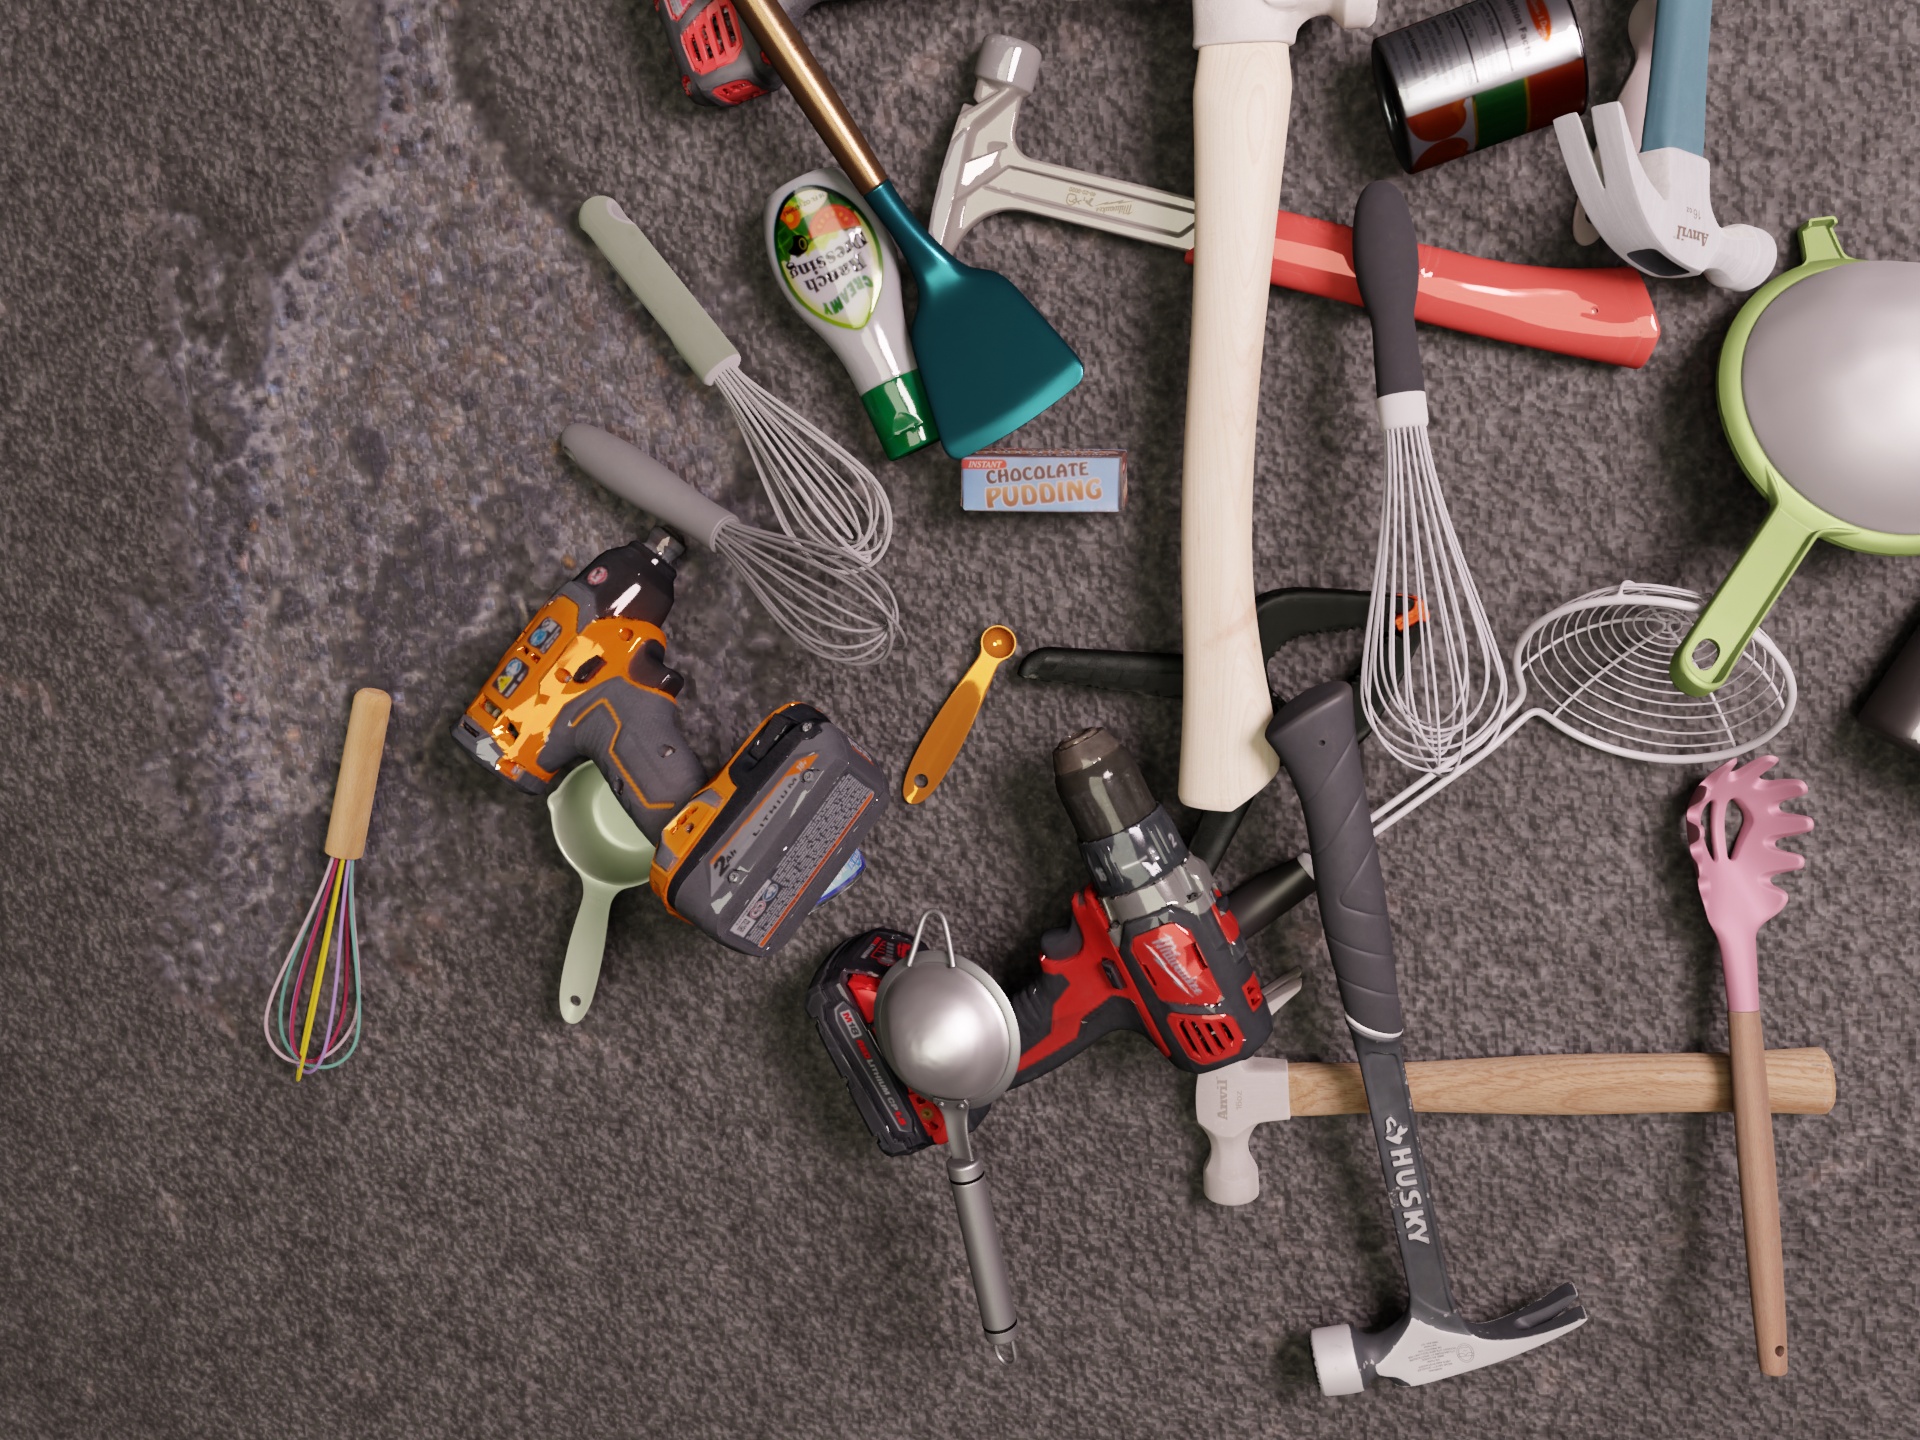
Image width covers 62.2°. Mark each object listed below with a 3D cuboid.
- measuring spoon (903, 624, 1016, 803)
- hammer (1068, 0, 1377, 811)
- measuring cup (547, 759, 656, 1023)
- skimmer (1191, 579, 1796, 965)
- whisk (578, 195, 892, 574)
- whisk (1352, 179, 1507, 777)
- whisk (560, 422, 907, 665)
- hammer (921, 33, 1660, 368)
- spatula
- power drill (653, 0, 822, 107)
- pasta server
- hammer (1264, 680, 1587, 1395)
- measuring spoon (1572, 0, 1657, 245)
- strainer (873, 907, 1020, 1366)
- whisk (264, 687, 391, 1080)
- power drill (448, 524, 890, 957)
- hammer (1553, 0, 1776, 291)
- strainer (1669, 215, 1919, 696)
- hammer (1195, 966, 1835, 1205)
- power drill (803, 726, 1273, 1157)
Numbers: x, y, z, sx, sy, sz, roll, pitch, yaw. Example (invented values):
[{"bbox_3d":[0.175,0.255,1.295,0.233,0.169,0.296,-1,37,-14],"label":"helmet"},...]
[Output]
[{"bbox_3d":[-0.001,-0.003,0.882,0.021,0.011,0.117,30,108,2],"label":"measuring spoon"},{"bbox_3d":[0.119,-0.158,0.779,0.146,0.038,0.410,2,102,10],"label":"hammer"},{"bbox_3d":[-0.202,0.095,0.918,0.083,0.038,0.167,18,106,5],"label":"measuring cup"},{"bbox_3d":[0.238,0.058,0.814,0.363,0.090,0.127,-39,119,16],"label":"skimmer"},{"bbox_3d":[-0.122,-0.179,0.845,0.059,0.058,0.246,-39,89,22],"label":"whisk"},{"bbox_3d":[0.213,-0.114,0.756,0.070,0.070,0.284,-6,90,10],"label":"whisk"},{"bbox_3d":[-0.124,-0.098,0.837,0.239,0.055,0.055,33,105,21],"label":"whisk"},{"bbox_3d":[0.162,-0.225,0.796,0.359,0.037,0.149,16,104,6],"label":"hammer"},{"bbox_3d":[-0.056,-0.278,0.763,0.082,0.044,0.317,-30,108,20],"label":"spatula"},{"bbox_3d":[-0.056,-0.404,0.774,0.219,0.078,0.143,-15,99,15],"label":"power drill"},{"bbox_3d":[0.406,0.176,0.812,0.060,0.040,0.316,-4,88,-6],"label":"pasta server"},{"bbox_3d":[0.223,0.173,0.825,0.149,0.036,0.408,-12,108,9],"label":"hammer"},{"bbox_3d":[0.324,-0.291,0.766,0.034,0.018,0.124,18,104,4],"label":"measuring spoon"},{"bbox_3d":[0.001,0.226,0.824,0.087,0.050,0.258,-4,106,30],"label":"strainer"},{"bbox_3d":[-0.368,0.101,0.941,0.051,0.047,0.245,16,100,6],"label":"whisk"},{"bbox_3d":[-0.147,0.000,0.828,0.227,0.084,0.164,33,84,30],"label":"power drill"},{"bbox_3d":[0.330,-0.370,0.715,0.128,0.033,0.331,1,94,-31],"label":"hammer"},{"bbox_3d":[0.399,-0.116,0.708,0.151,0.069,0.256,38,75,5],"label":"strainer"},{"bbox_3d":[0.295,0.196,0.865,0.331,0.031,0.130,-3,101,9],"label":"hammer"},{"bbox_3d":[0.032,0.121,0.849,0.226,0.080,0.188,-24,97,21],"label":"power drill"}]
